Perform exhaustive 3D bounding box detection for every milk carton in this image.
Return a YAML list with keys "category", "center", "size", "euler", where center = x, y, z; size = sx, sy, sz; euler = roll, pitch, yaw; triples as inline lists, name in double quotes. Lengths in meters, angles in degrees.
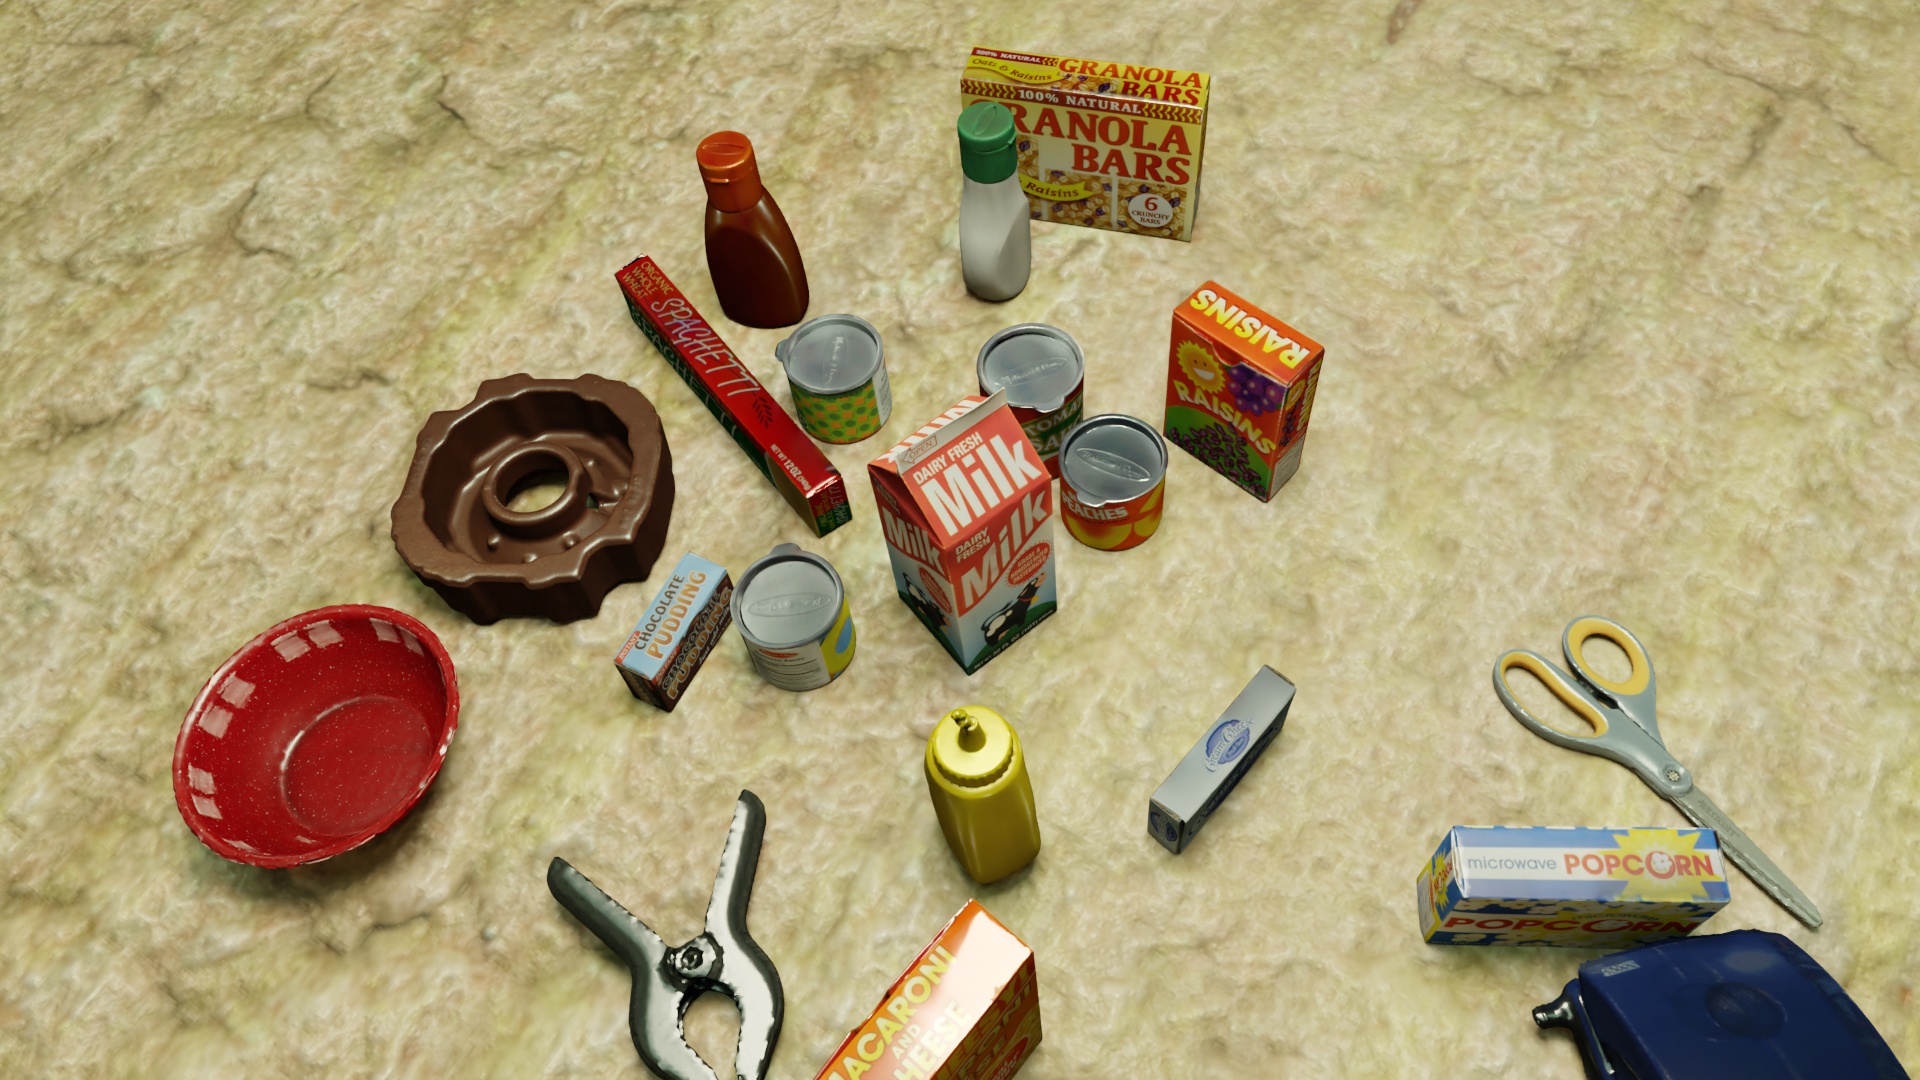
- category: "milk carton"
  center: [0.003, -0.010, 0.773]
  size: [0.072, 0.189, 0.073]
  euler: [-35, 62, -16]

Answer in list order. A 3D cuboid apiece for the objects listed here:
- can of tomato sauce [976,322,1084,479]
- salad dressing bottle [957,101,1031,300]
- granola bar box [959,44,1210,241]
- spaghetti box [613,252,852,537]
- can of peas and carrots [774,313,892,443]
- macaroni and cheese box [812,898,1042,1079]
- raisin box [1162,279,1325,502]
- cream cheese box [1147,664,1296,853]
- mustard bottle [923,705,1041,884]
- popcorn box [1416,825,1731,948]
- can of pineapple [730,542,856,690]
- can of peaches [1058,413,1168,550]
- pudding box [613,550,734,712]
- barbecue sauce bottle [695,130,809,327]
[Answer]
- category: "can of tomato sauce"
  center: [0.047, -0.085, 0.881]
  size: [0.071, 0.082, 0.071]
  euler: [-2, 58, 3]
- category: "salad dressing bottle"
  center: [0.022, -0.226, 0.935]
  size: [0.044, 0.147, 0.064]
  euler: [20, 62, 16]
- category: "granola bar box"
  center: [0.088, -0.278, 0.976]
  size: [0.165, 0.123, 0.039]
  euler: [11, 60, 11]
- category: "spaghetti box"
  center: [-0.155, -0.101, 0.927]
  size: [0.029, 0.050, 0.251]
  euler: [-34, 61, -16]
- category: "can of peas and carrots"
  center: [-0.083, -0.106, 0.919]
  size: [0.071, 0.058, 0.071]
  euler: [-2, 58, 3]
- category: "macaroni and cheese box"
  center: [-0.017, 0.243, 0.629]
  size: [0.040, 0.165, 0.124]
  euler: [34, 66, 23]
- category: "raisin box"
  center: [0.170, -0.090, 0.850]
  size: [0.086, 0.122, 0.040]
  euler: [38, 68, 24]
- category: "cream cheese box"
  center: [0.143, 0.120, 0.761]
  size: [0.024, 0.053, 0.104]
  euler: [36, 67, 24]
- category: "mustard bottle"
  center: [0.010, 0.123, 0.707]
  size: [0.049, 0.159, 0.065]
  euler: [-25, 59, -11]
- category: "popcorn box"
  center: [0.302, 0.174, 0.695]
  size: [0.127, 0.084, 0.038]
  euler: [0, 58, 5]
- category: "can of pineapple"
  center: [-0.097, 0.046, 0.824]
  size: [0.071, 0.057, 0.071]
  euler: [-2, 58, 3]
- category: "can of peaches"
  center: [0.093, -0.034, 0.860]
  size: [0.071, 0.057, 0.071]
  euler: [-2, 58, 3]
- category: "pudding box"
  center: [-0.168, 0.054, 0.830]
  size: [0.030, 0.049, 0.084]
  euler: [21, 62, 17]
- category: "barbecue sauce bottle"
  center: [-0.144, -0.207, 0.935]
  size: [0.065, 0.147, 0.044]
  euler: [6, 59, 9]
